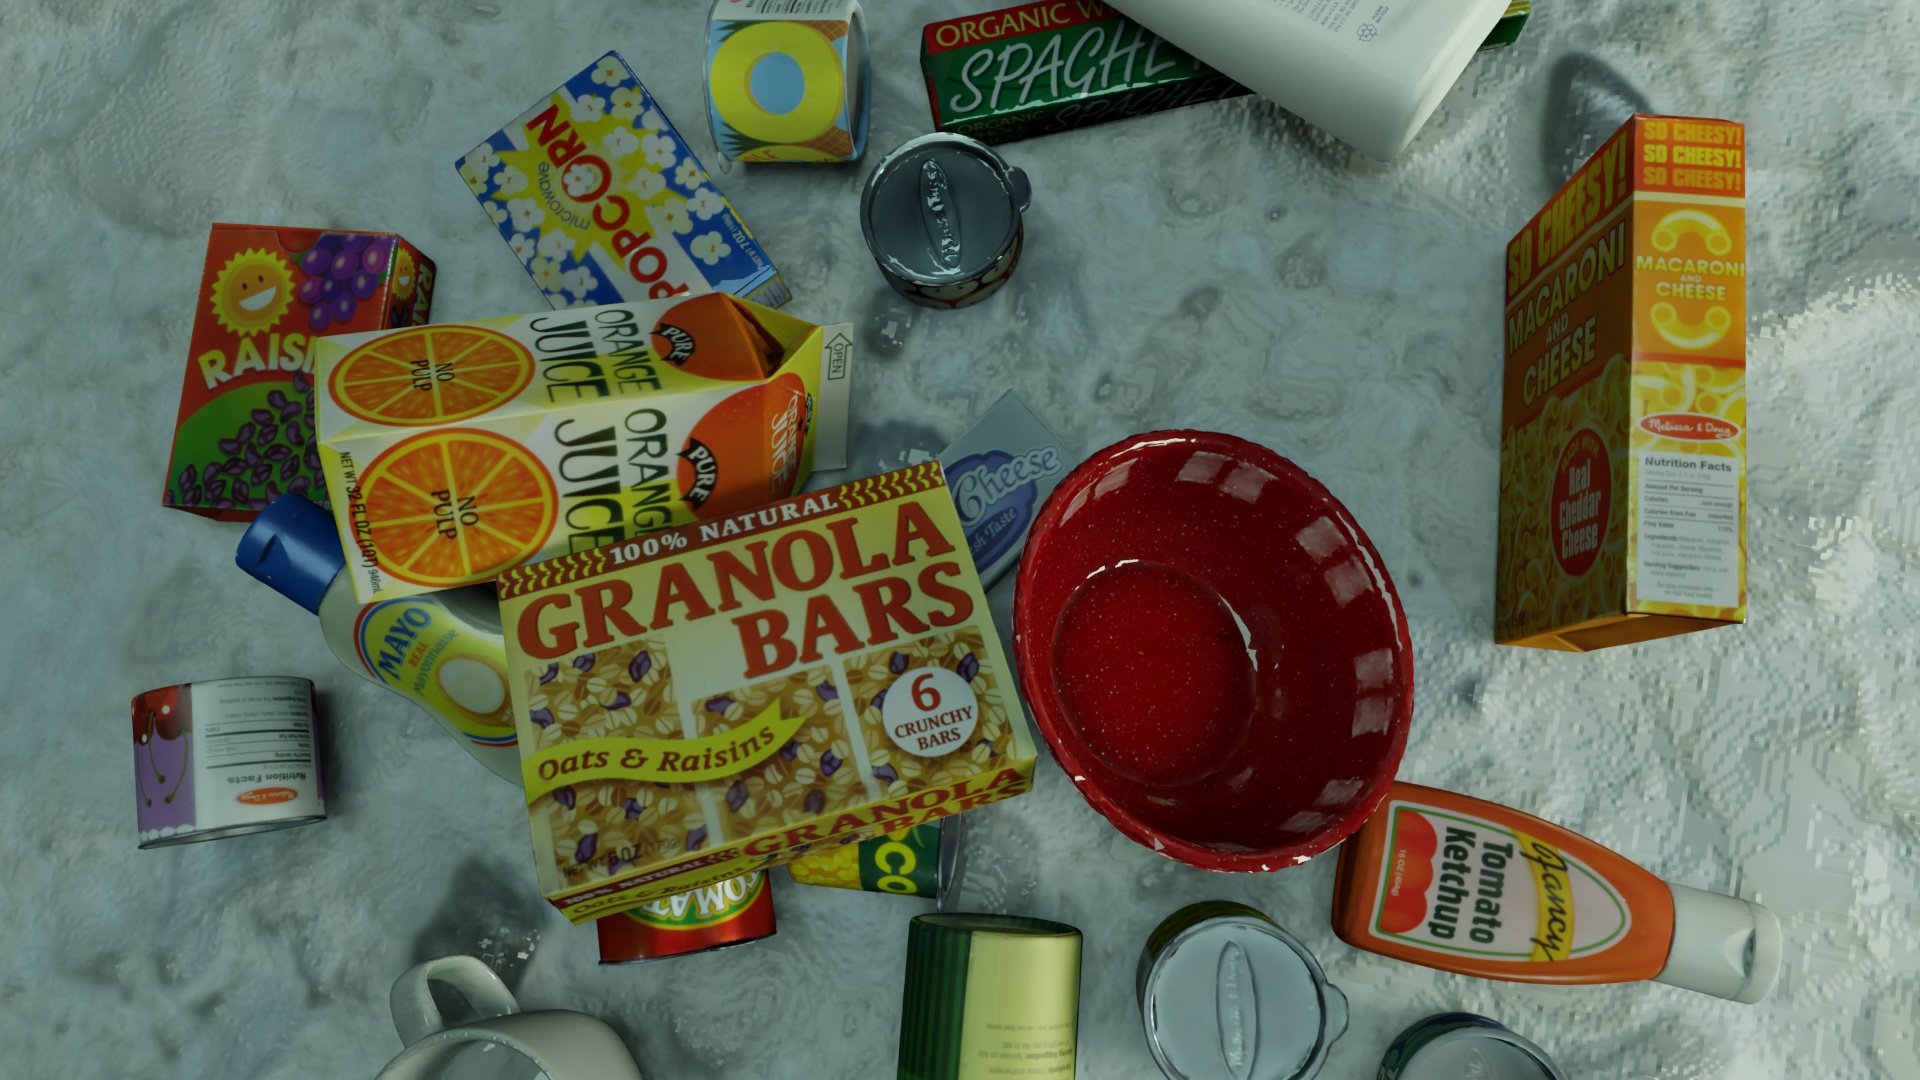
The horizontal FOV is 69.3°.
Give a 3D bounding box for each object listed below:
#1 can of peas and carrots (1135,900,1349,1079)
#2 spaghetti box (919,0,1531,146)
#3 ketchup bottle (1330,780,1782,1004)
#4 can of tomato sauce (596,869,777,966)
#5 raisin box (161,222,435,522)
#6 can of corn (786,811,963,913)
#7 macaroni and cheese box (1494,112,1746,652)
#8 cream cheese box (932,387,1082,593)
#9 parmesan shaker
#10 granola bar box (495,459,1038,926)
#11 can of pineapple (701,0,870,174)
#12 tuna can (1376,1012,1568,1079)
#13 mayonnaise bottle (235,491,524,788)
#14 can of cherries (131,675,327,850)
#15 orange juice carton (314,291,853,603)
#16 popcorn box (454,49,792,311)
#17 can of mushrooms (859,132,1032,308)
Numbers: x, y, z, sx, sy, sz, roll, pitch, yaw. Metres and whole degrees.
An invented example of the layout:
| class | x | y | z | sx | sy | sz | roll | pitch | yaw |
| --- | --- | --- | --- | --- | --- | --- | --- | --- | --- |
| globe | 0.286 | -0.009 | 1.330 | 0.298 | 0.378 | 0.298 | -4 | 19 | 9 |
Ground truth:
| class | x | y | z | sx | sy | sz | roll | pitch | yaw |
| --- | --- | --- | --- | --- | --- | --- | --- | --- | --- |
| can of peas and carrots | 0.100 | 0.167 | 0.507 | 0.071 | 0.058 | 0.071 | -1 | 81 | 4 |
| spaghetti box | 0.108 | -0.213 | 0.585 | 0.250 | 0.028 | 0.050 | -10 | 79 | 3 |
| ketchup bottle | 0.216 | 0.134 | 0.511 | 0.149 | 0.043 | 0.065 | 12 | 82 | 6 |
| can of tomato sauce | -0.107 | 0.113 | 0.528 | 0.071 | 0.071 | 0.083 | -9 | 80 | 3 |
| raisin box | -0.279 | -0.069 | 0.589 | 0.086 | 0.040 | 0.123 | 4 | 80 | 6 |
| can of corn | -0.031 | 0.102 | 0.524 | 0.058 | 0.071 | 0.071 | 5 | 81 | 7 |
| macaroni and cheese box | 0.233 | -0.048 | 0.499 | 0.040 | 0.123 | 0.166 | 5 | 81 | 3 |
| cream cheese box | 0.002 | -0.007 | 0.562 | 0.104 | 0.024 | 0.053 | -43 | 79 | -3 |
| parmesan shaker | 0.012 | 0.193 | 0.509 | 0.071 | 0.071 | 0.103 | 4 | 80 | 6 |
| granola bar box | -0.070 | 0.050 | 0.492 | 0.166 | 0.039 | 0.124 | -15 | 62 | -7 |
| can of pineapple | -0.071 | -0.189 | 0.579 | 0.058 | 0.071 | 0.071 | 2 | 81 | 5 |
| tuna can | 0.184 | 0.208 | 0.506 | 0.071 | 0.033 | 0.071 | -1 | 80 | 5 |
| mayonnaise bottle | -0.209 | 0.036 | 0.546 | 0.148 | 0.041 | 0.064 | 33 | 103 | -5 |
| can of cherries | -0.292 | 0.088 | 0.551 | 0.071 | 0.071 | 0.058 | -11 | 80 | 3 |
| orange juice carton | -0.134 | -0.041 | 0.525 | 0.193 | 0.071 | 0.073 | -10 | 40 | -19 |
| popcorn box | -0.142 | -0.132 | 0.589 | 0.085 | 0.038 | 0.127 | -36 | 79 | -2 |
| can of mushrooms | -0.004 | -0.133 | 0.579 | 0.071 | 0.033 | 0.071 | -1 | 80 | 5 |
